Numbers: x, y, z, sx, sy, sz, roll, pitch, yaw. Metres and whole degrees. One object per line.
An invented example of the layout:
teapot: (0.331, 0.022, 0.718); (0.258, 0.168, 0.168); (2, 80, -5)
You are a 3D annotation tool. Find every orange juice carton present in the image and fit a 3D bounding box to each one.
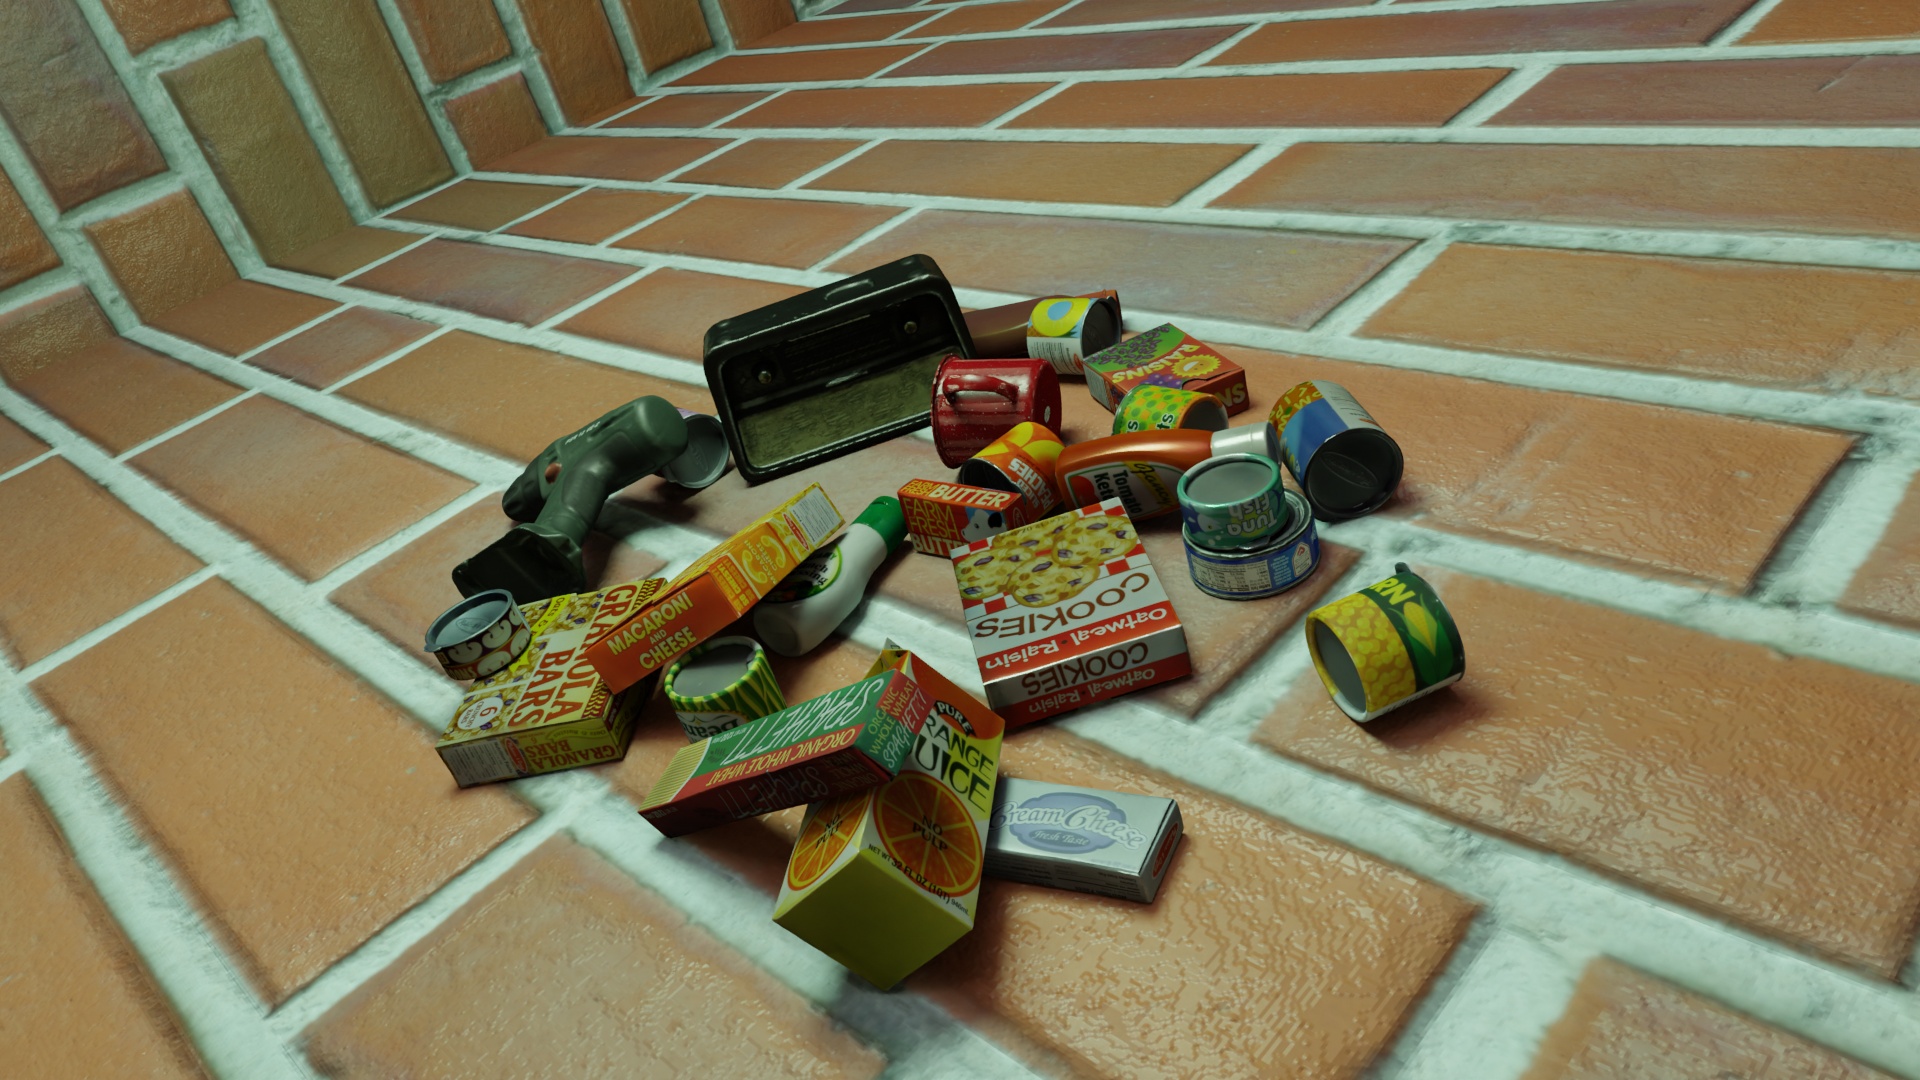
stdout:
orange juice carton: (-0.030, 0.130, 0.736); (0.072, 0.072, 0.194); (-43, 18, 30)

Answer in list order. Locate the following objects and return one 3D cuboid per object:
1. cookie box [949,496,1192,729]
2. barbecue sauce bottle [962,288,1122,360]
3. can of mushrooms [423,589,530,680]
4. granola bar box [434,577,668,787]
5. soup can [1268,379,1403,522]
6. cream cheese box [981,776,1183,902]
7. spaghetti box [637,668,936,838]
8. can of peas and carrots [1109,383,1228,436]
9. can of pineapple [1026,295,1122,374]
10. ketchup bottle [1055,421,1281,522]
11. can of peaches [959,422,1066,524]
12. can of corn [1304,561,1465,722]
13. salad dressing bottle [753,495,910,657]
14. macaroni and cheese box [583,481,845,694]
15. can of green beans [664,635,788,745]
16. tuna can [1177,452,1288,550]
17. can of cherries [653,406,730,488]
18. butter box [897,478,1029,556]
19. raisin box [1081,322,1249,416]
cookie box: (0.066, 0.043, 0.886); (0.123, 0.040, 0.168); (-17, 29, 1)
barbecue sauce bottle: (0.073, -0.199, 1.273); (0.148, 0.043, 0.065); (-10, 31, 13)
can of mushrooms: (-0.345, 0.069, 0.990); (0.071, 0.033, 0.071); (-16, 30, 10)
granola bar box: (-0.278, 0.095, 0.981); (0.124, 0.039, 0.166); (-11, 31, 11)
soup can: (0.248, -0.061, 0.936); (0.071, 0.071, 0.084); (-17, 29, 2)
cream cheese box: (0.058, 0.154, 0.722); (0.104, 0.024, 0.054); (2, 35, 30)
spaghetti box: (-0.101, 0.119, 0.746); (0.249, 0.028, 0.050); (-25, 28, 50)
can of peas and carrots: (0.152, -0.077, 1.009); (0.059, 0.070, 0.071); (15, 44, 43)
can of pineapple: (0.099, -0.178, 1.201); (0.058, 0.070, 0.071); (7, 38, 37)
ketchup bottle: (0.143, -0.049, 0.953); (0.148, 0.064, 0.044); (-12, 33, 27)
can of peaches: (0.044, -0.045, 1.014); (0.058, 0.071, 0.071); (-37, 35, -30)
can of corn: (0.227, 0.055, 0.750); (0.058, 0.071, 0.071); (-23, 30, -7)
salad dressing bottle: (-0.088, 0.022, 0.996); (0.064, 0.043, 0.148); (0, 34, 37)
macaroni and cheese box: (-0.166, 0.029, 0.953); (0.123, 0.040, 0.167); (-31, 9, 28)
can of green beans: (-0.147, 0.102, 0.882); (0.071, 0.057, 0.071); (-13, 30, 8)
tuna can: (0.172, -0.025, 0.876); (0.071, 0.032, 0.071); (-13, 30, 8)
can of cherries: (-0.249, -0.083, 1.230); (0.072, 0.071, 0.058); (-37, 35, -29)
butter box: (0.004, -0.012, 0.995); (0.103, 0.053, 0.024); (11, 39, 40)
raisin box: (0.163, -0.127, 1.113); (0.086, 0.040, 0.124); (-23, 31, -10)
